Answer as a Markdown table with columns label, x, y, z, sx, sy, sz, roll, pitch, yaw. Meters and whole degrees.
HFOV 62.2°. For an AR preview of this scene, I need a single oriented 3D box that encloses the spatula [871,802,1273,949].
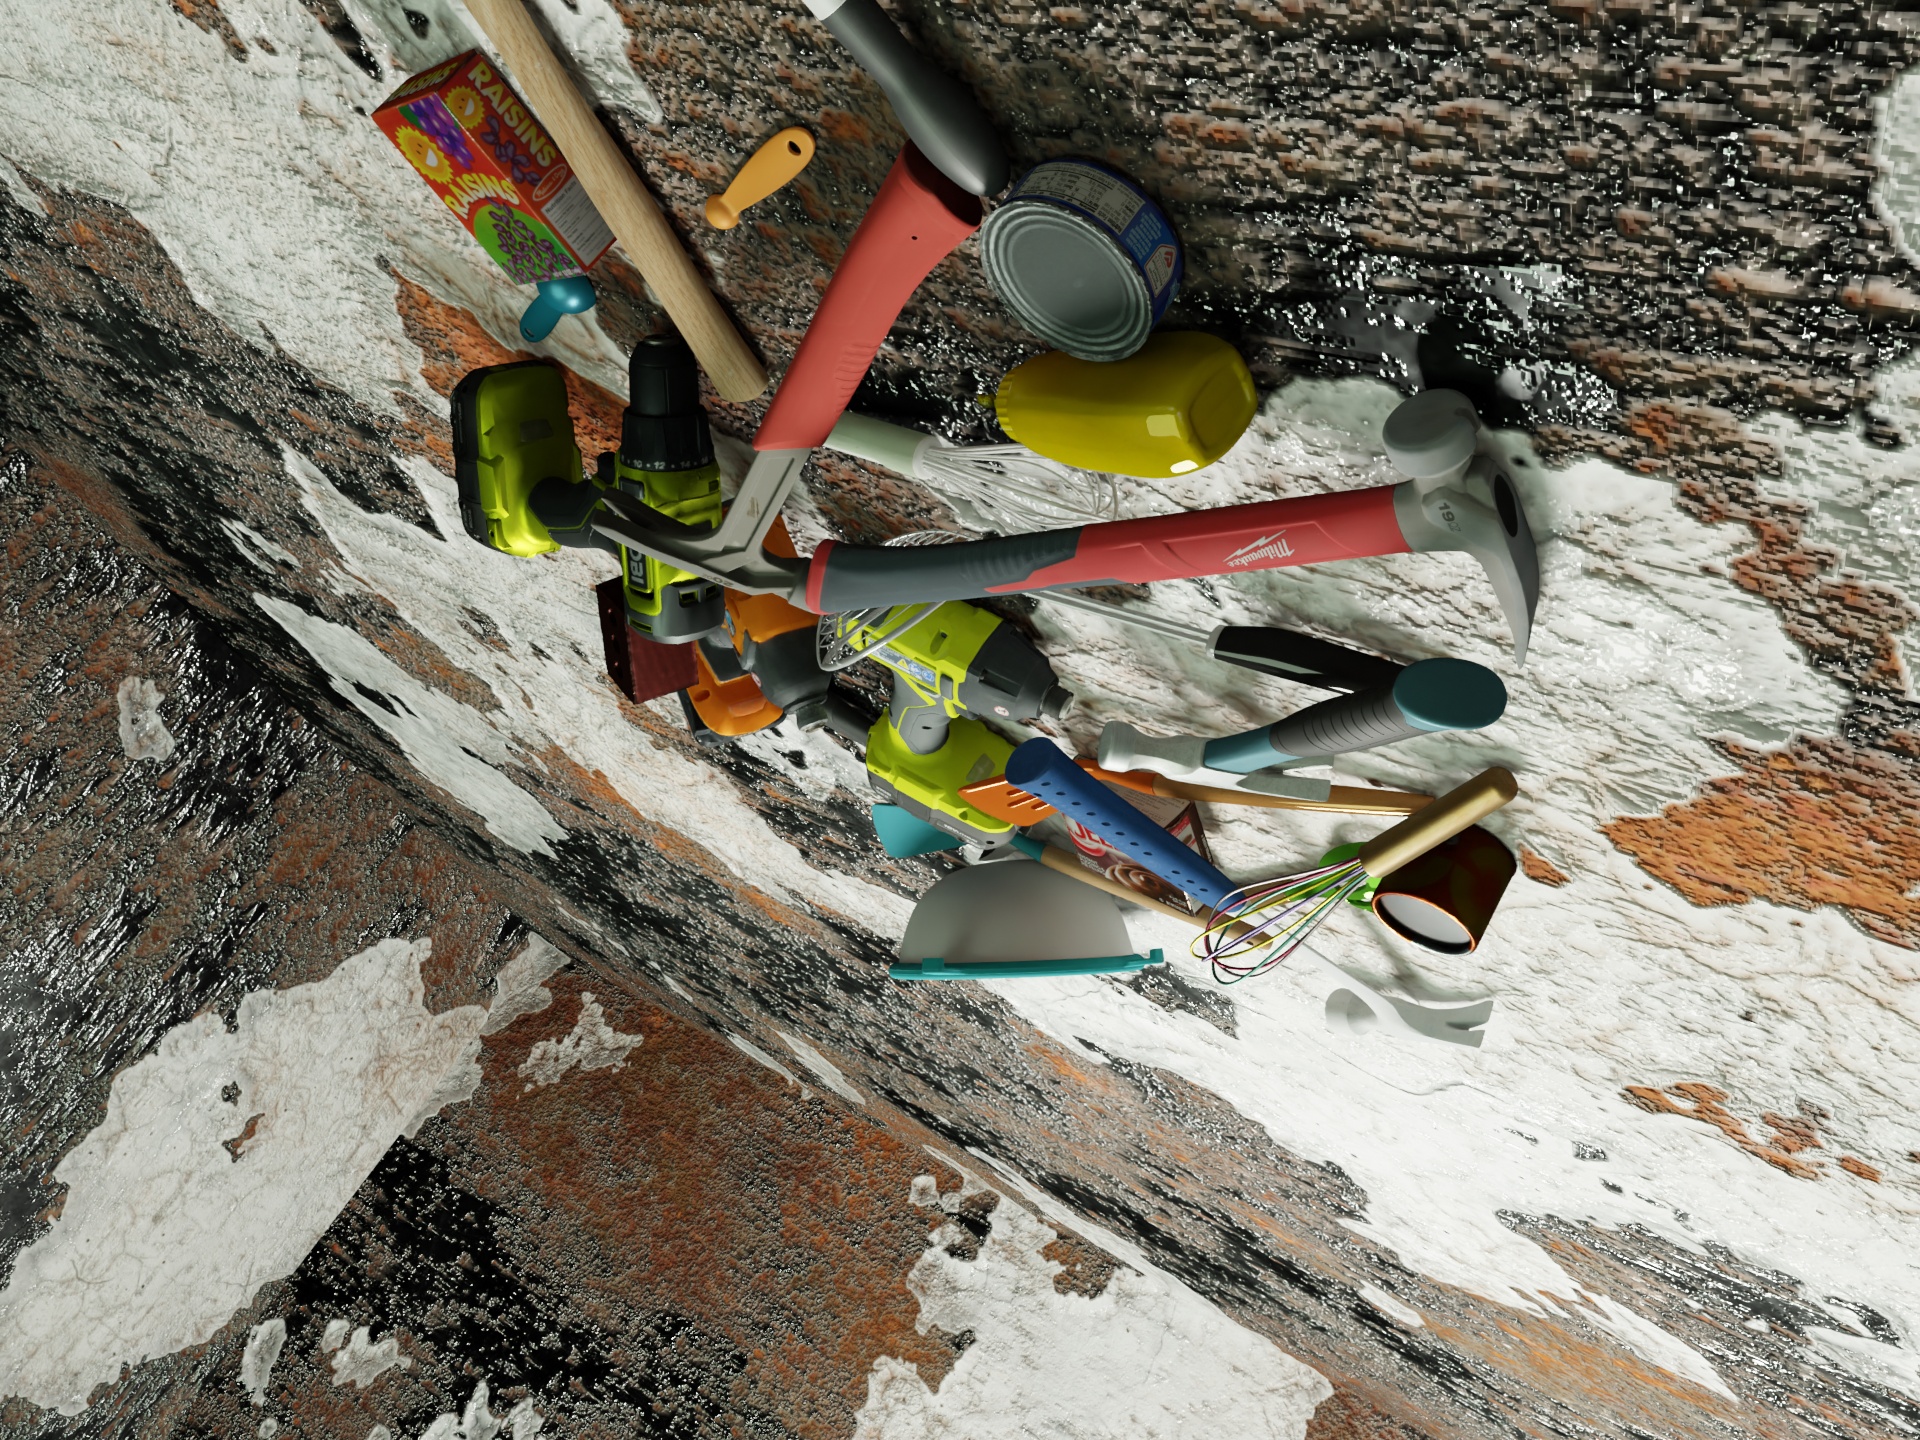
| label | x | y | z | sx | sy | sz | roll | pitch | yaw |
| --- | --- | --- | --- | --- | --- | --- | --- | --- | --- |
| spatula | 0.082 | 0.120 | 1.205 | 0.318 | 0.044 | 0.082 | 19 | 150 | 22 |

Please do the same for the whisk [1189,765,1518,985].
| label | x | y | z | sx | sy | sz | roll | pitch | yaw |
| --- | --- | --- | --- | --- | --- | --- | --- | --- | --- |
| whisk | 0.220 | 0.092 | 0.921 | 0.047 | 0.051 | 0.245 | 36 | 133 | -14 |

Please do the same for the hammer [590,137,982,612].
| label | x | y | z | sx | sy | sz | roll | pitch | yaw |
| --- | --- | --- | --- | --- | --- | --- | --- | --- | --- |
| hammer | -0.088 | -0.171 | 0.833 | 0.149 | 0.037 | 0.359 | 21 | 149 | -14 |

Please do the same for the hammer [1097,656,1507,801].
| label | x | y | z | sx | sy | sz | roll | pitch | yaw |
| --- | --- | --- | --- | --- | --- | --- | --- | --- | --- |
| hammer | 0.175 | 0.008 | 0.814 | 0.128 | 0.033 | 0.331 | 10 | 172 | -9 |

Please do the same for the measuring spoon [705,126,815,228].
| label | x | y | z | sx | sy | sz | roll | pitch | yaw |
| --- | --- | --- | --- | --- | --- | --- | --- | --- | --- |
| measuring spoon | -0.102 | -0.269 | 0.794 | 0.021 | 0.011 | 0.117 | 44 | 157 | -21 |

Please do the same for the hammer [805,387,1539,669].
| label | x | y | z | sx | sy | sz | roll | pitch | yaw |
| --- | --- | --- | --- | --- | --- | --- | --- | --- | --- |
| hammer | 0.083 | -0.073 | 0.791 | 0.386 | 0.038 | 0.143 | -3 | 140 | 37 |

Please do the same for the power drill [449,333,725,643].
| label | x | y | z | sx | sy | sz | roll | pitch | yaw |
| --- | --- | --- | --- | --- | --- | --- | --- | --- | --- |
| power drill | -0.243 | -0.170 | 1.055 | 0.229 | 0.080 | 0.190 | 21 | 121 | 38 |

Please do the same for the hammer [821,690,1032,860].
| label | x | y | z | sx | sy | sz | roll | pitch | yaw |
| --- | --- | --- | --- | --- | --- | --- | --- | --- | --- |
| hammer | -0.085 | 0.007 | 1.304 | 0.335 | 0.035 | 0.146 | 31 | 157 | 10 |

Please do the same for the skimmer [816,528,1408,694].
| label | x | y | z | sx | sy | sz | roll | pitch | yaw |
| --- | --- | --- | --- | --- | --- | --- | --- | --- | --- |
| skimmer | 0.085 | -0.036 | 0.898 | 0.363 | 0.127 | 0.090 | 17 | 128 | 22 |

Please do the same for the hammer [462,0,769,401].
| label | x | y | z | sx | sy | sz | roll | pitch | yaw |
| --- | --- | --- | --- | --- | --- | --- | --- | --- | --- |
| hammer | -0.196 | -0.299 | 0.840 | 0.130 | 0.031 | 0.331 | 16 | 152 | 38 |

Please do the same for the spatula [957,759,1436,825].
| label | x | y | z | sx | sy | sz | roll | pitch | yaw |
| --- | --- | --- | --- | --- | --- | --- | --- | --- | --- |
| spatula | 0.145 | 0.051 | 1.013 | 0.323 | 0.041 | 0.081 | 3 | 161 | 40 |

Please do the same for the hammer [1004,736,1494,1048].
| label | x | y | z | sx | sy | sz | roll | pitch | yaw |
| --- | --- | --- | --- | --- | --- | --- | --- | --- | --- |
| hammer | 0.190 | 0.123 | 1.047 | 0.405 | 0.035 | 0.144 | 34 | 159 | -29 |

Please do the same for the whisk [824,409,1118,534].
| label | x | y | z | sx | sy | sz | roll | pitch | yaw |
| --- | --- | --- | --- | --- | --- | --- | --- | --- | --- |
| whisk | -0.012 | -0.143 | 0.882 | 0.246 | 0.057 | 0.059 | 23 | 113 | 36 |

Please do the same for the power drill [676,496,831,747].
| label | x | y | z | sx | sy | sz | roll | pitch | yaw |
| --- | --- | --- | --- | --- | --- | --- | --- | --- | --- |
| power drill | -0.153 | -0.050 | 1.147 | 0.164 | 0.084 | 0.226 | 68 | 158 | 6 |

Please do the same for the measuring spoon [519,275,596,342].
| label | x | y | z | sx | sy | sz | roll | pitch | yaw |
| --- | --- | --- | --- | --- | --- | --- | --- | --- | --- |
| measuring spoon | -0.271 | -0.263 | 1.030 | 0.042 | 0.021 | 0.128 | 42 | 156 | -17 |

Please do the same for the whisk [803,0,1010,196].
| label | x | y | z | sx | sy | sz | roll | pitch | yaw |
| --- | --- | --- | --- | --- | --- | --- | --- | --- | --- |
| whisk | -0.074 | -0.312 | 0.618 | 0.284 | 0.070 | 0.070 | 42 | 158 | -30 |

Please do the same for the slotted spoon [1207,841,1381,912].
| label | x | y | z | sx | sy | sz | roll | pitch | yaw |
| --- | --- | --- | --- | --- | --- | --- | --- | --- | --- |
| slotted spoon | 0.221 | 0.123 | 1.118 | 0.070 | 0.031 | 0.314 | 36 | 160 | -12 |

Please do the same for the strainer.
| label | x | y | z | sx | sy | sz | roll | pitch | yaw |
| --- | --- | --- | --- | --- | --- | --- | --- | --- | --- |
| strainer | 0.030 | 0.169 | 1.374 | 0.211 | 0.095 | 0.340 | -1 | 174 | -13 |

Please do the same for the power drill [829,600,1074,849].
| label | x | y | z | sx | sy | sz | roll | pitch | yaw |
| --- | --- | --- | --- | --- | --- | --- | --- | --- | --- |
| power drill | -0.002 | -0.004 | 1.113 | 0.171 | 0.080 | 0.223 | 28 | 154 | 16 |
